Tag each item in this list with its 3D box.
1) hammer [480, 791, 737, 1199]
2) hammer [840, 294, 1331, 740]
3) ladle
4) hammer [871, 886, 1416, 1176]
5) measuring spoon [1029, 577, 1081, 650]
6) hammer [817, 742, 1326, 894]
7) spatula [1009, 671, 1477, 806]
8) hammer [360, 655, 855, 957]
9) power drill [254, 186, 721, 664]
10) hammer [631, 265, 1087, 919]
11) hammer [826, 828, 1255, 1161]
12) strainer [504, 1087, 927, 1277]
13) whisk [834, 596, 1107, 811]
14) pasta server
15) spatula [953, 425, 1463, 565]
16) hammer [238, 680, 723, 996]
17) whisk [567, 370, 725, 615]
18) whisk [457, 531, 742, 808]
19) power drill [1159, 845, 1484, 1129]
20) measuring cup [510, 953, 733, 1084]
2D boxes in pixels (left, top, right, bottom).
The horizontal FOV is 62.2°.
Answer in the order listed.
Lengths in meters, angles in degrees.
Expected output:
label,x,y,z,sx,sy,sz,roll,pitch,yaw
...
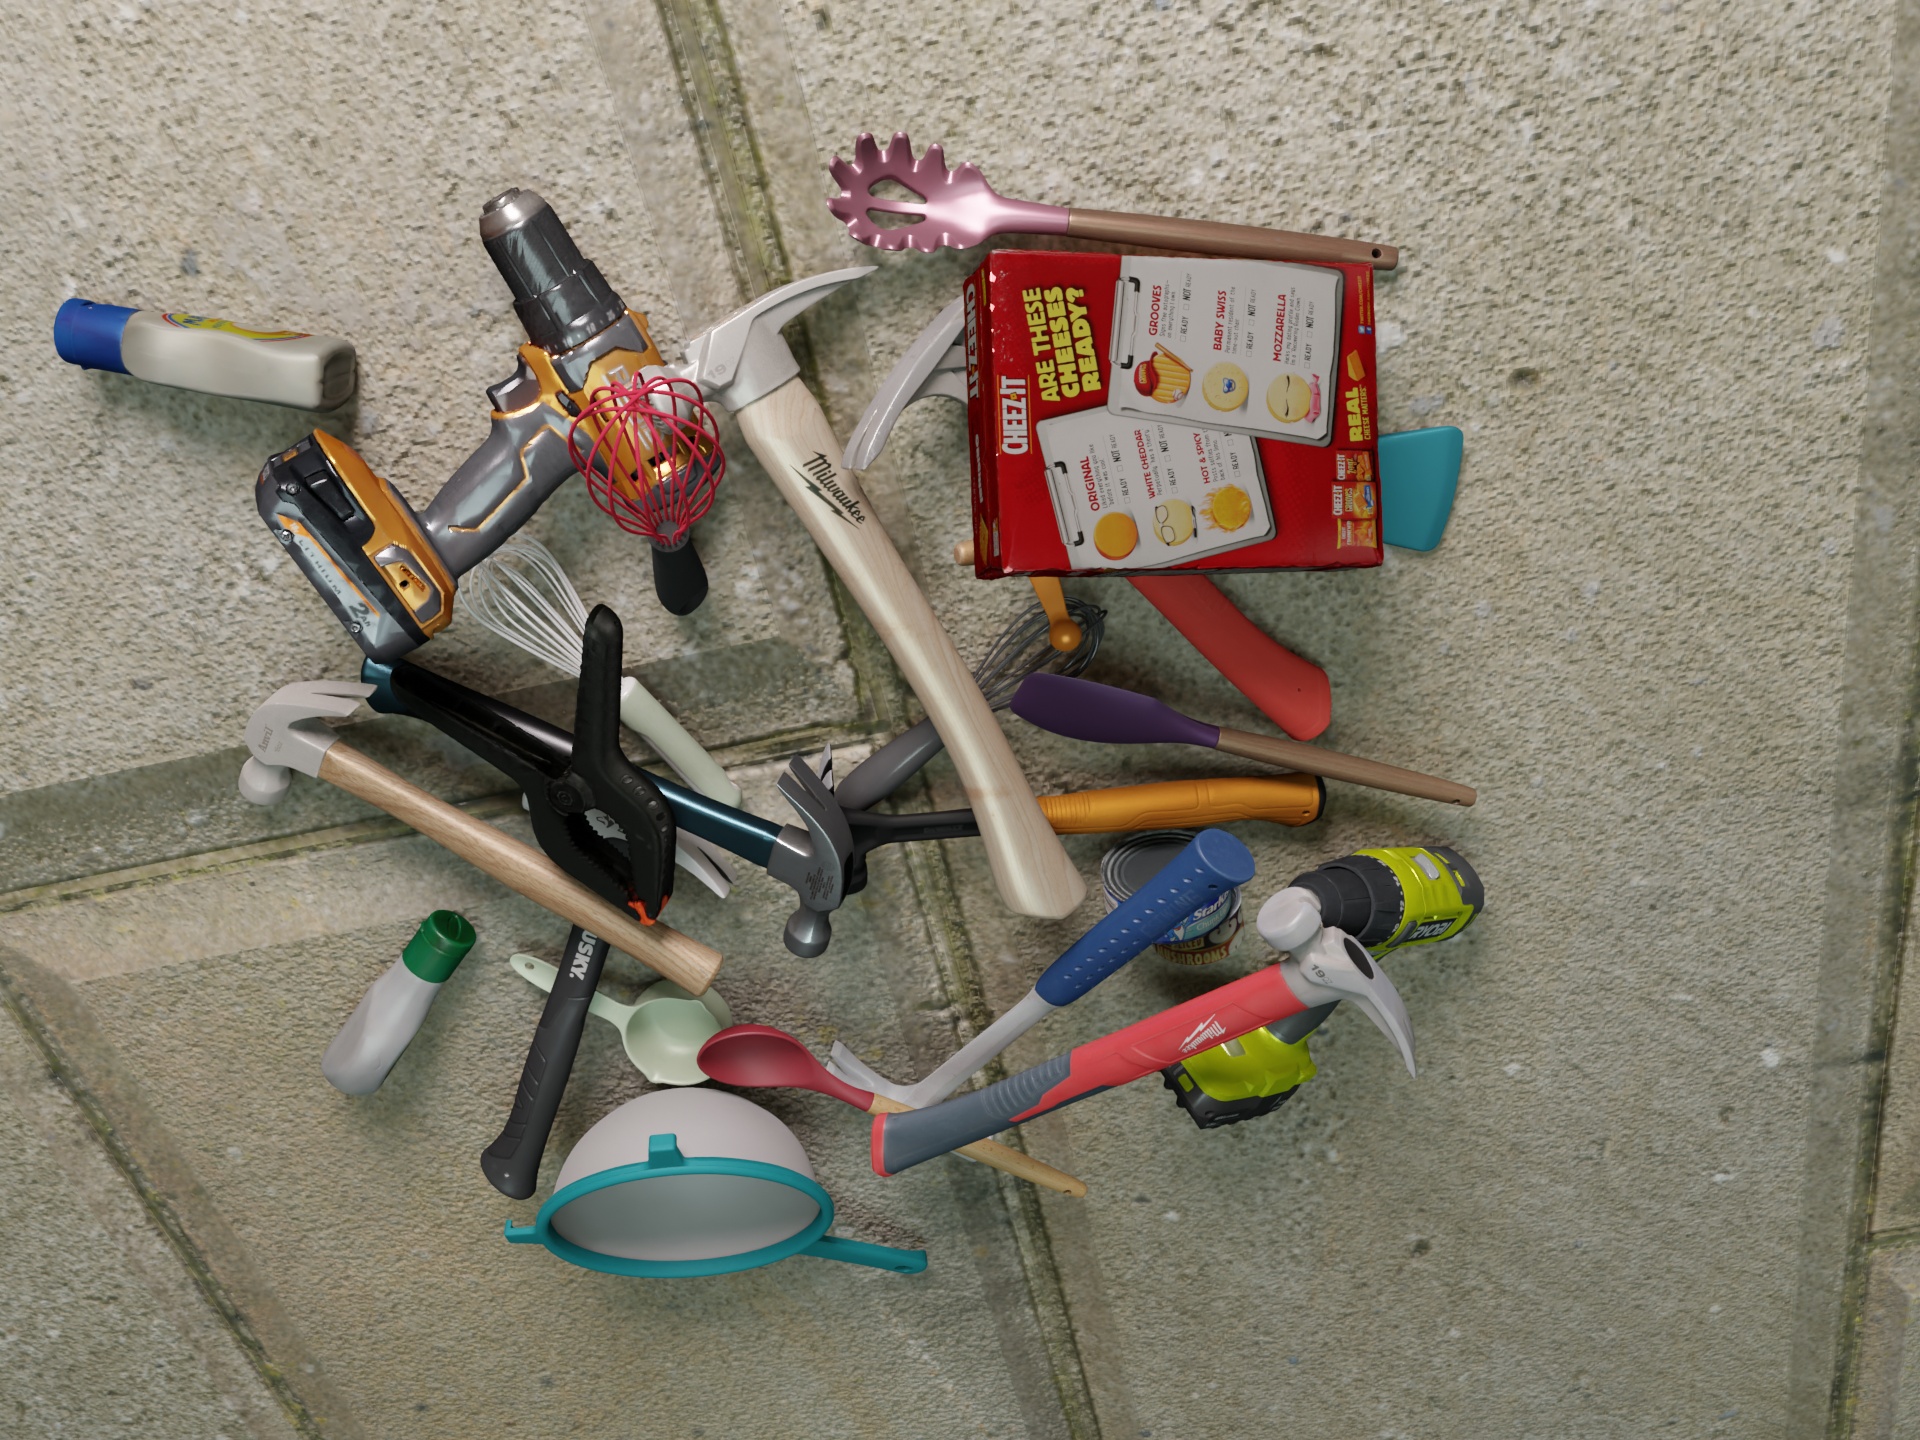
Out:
label,x,y,z,sx,sy,sz,roll,pitch,yaw
hammer,-0.265,0.198,1.098,0.146,0.035,0.334,22,112,-1
hammer,0.098,-0.096,0.938,0.358,0.037,0.149,41,80,-27
ladle,-0.042,0.284,1.144,0.315,0.031,0.069,27,128,-17
hammer,0.099,0.234,1.031,0.386,0.038,0.143,-30,113,30
measuring spoon,0.045,-0.097,0.946,0.021,0.011,0.117,-20,91,9
hammer,0.072,0.055,1.035,0.337,0.034,0.127,-4,140,-4
spatula,0.183,0.017,1.003,0.315,0.018,0.059,12,143,-12
hammer,-0.220,0.035,0.988,0.331,0.033,0.128,23,125,3
power drill,-0.266,-0.159,0.862,0.226,0.084,0.185,-34,120,-10
hammer,-0.021,-0.057,0.927,0.146,0.038,0.410,-34,111,-11
hammer,0.050,0.187,1.068,0.144,0.035,0.405,28,134,-15
strainer,-0.155,0.351,1.204,0.340,0.095,0.211,27,131,-38
whisk,-0.001,-0.002,1.013,0.239,0.055,0.055,-38,115,23
pasta server,0.086,-0.268,0.860,0.316,0.040,0.060,5,94,-6
spatula,0.145,-0.117,0.912,0.317,0.044,0.082,-13,127,-22
hammer,-0.299,0.080,1.012,0.331,0.031,0.130,31,131,-6
whisk,-0.156,-0.107,0.844,0.073,0.295,0.073,1,77,-5
whisk,-0.219,-0.023,0.996,0.059,0.058,0.246,-45,120,-8
power drill,0.226,0.172,1.062,0.190,0.080,0.228,2,133,-47
measuring cup,-0.240,0.199,1.136,0.167,0.038,0.083,28,114,-7
